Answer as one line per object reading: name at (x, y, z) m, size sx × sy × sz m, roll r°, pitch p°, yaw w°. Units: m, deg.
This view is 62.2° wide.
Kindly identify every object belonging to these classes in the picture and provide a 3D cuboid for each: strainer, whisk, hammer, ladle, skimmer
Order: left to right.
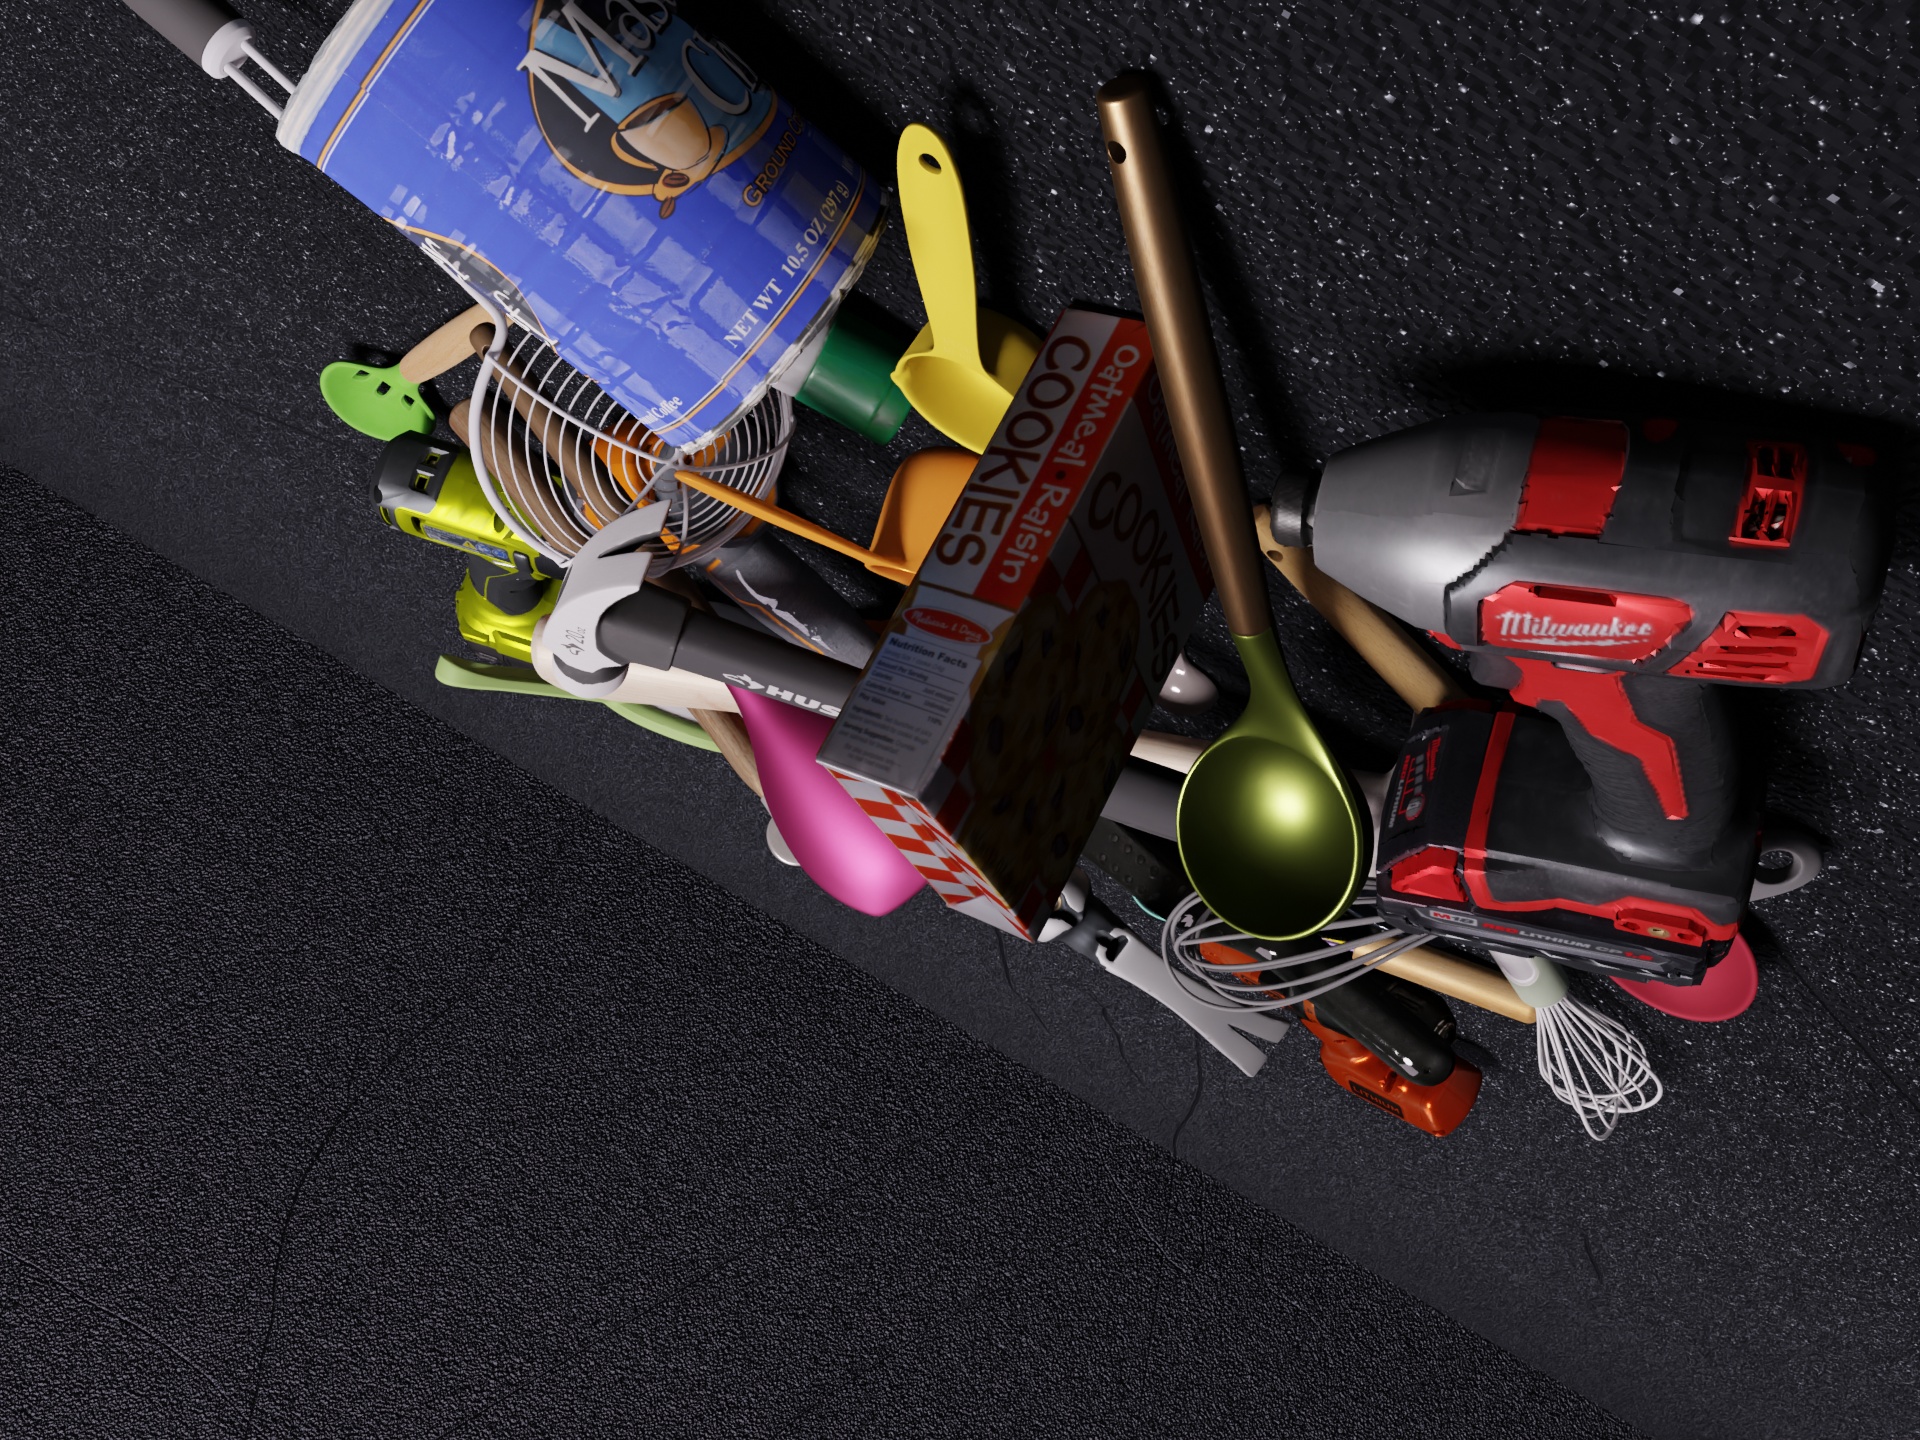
skimmer at (-0.219, -0.202, 0.604) m, size 0.363 × 0.127 × 0.090 m, roll 42°, pitch -178°, yaw -2°
strainer at (-0.189, -0.040, 0.958) m, size 0.256 × 0.069 × 0.152 m, roll 6°, pitch -160°, yaw -46°
hammer at (-0.171, -0.049, 0.876) m, size 0.331 × 0.031 × 0.130 m, roll 50°, pitch 180°, yaw 8°
hammer at (-0.001, -0.002, 0.707) m, size 0.410 × 0.038 × 0.146 m, roll 11°, pitch 160°, yaw 11°
hammer at (0.004, 0.004, 0.623) m, size 0.334 × 0.035 × 0.146 m, roll 19°, pitch 159°, yaw -9°
hammer at (0.061, 0.089, 0.880) m, size 0.149 × 0.036 × 0.409 m, roll 36°, pitch -179°, yaw -10°
ladle at (0.078, -0.041, 0.491) m, size 0.078 × 0.062 × 0.319 m, roll 26°, pitch 153°, yaw 38°
whisk at (0.200, 0.118, 0.889) m, size 0.245 × 0.051 × 0.047 m, roll 19°, pitch -179°, yaw 22°
whisk at (0.189, 0.071, 0.592) m, size 0.239 × 0.055 × 0.055 m, roll -13°, pitch 144°, yaw 25°
ladle at (0.208, 0.022, 0.603) m, size 0.315 × 0.031 × 0.069 m, roll 40°, pitch 150°, yaw -25°
whisk at (0.289, 0.136, 0.782) m, size 0.058 × 0.059 × 0.246 m, roll -1°, pitch 142°, yaw 42°

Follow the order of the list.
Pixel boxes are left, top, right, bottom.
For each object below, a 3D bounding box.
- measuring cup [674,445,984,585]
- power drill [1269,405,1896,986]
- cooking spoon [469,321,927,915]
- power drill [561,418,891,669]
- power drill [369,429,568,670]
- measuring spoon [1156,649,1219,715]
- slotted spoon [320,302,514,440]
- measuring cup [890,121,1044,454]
measuring cup at (-0.020, -0.080, 0.573) m, size 0.173 × 0.052 × 0.095 m, roll 18°, pitch 179°, yaw -36°
power drill at (0.170, -0.006, 0.460) m, size 0.143 × 0.079 × 0.219 m, roll 10°, pitch 154°, yaw 23°
cooking spoon at (-0.119, -0.049, 0.694) m, size 0.319 × 0.068 × 0.017 m, roll 52°, pitch -158°, yaw 6°
power drill at (-0.105, -0.067, 0.820) m, size 0.164 × 0.084 × 0.226 m, roll 12°, pitch 152°, yaw 52°
power drill at (-0.268, -0.095, 1.030) m, size 0.171 × 0.080 × 0.223 m, roll 18°, pitch 162°, yaw 0°
measuring spoon at (0.081, -0.034, 0.681) m, size 0.034 × 0.018 × 0.124 m, roll 21°, pitch 162°, yaw 33°
slotted spoon at (-0.286, -0.193, 0.857) m, size 0.070 × 0.031 × 0.314 m, roll 31°, pitch 165°, yaw -29°
measuring cup at (0.004, -0.134, 0.491) m, size 0.062 × 0.029 × 0.156 m, roll 26°, pitch 162°, yaw 16°
